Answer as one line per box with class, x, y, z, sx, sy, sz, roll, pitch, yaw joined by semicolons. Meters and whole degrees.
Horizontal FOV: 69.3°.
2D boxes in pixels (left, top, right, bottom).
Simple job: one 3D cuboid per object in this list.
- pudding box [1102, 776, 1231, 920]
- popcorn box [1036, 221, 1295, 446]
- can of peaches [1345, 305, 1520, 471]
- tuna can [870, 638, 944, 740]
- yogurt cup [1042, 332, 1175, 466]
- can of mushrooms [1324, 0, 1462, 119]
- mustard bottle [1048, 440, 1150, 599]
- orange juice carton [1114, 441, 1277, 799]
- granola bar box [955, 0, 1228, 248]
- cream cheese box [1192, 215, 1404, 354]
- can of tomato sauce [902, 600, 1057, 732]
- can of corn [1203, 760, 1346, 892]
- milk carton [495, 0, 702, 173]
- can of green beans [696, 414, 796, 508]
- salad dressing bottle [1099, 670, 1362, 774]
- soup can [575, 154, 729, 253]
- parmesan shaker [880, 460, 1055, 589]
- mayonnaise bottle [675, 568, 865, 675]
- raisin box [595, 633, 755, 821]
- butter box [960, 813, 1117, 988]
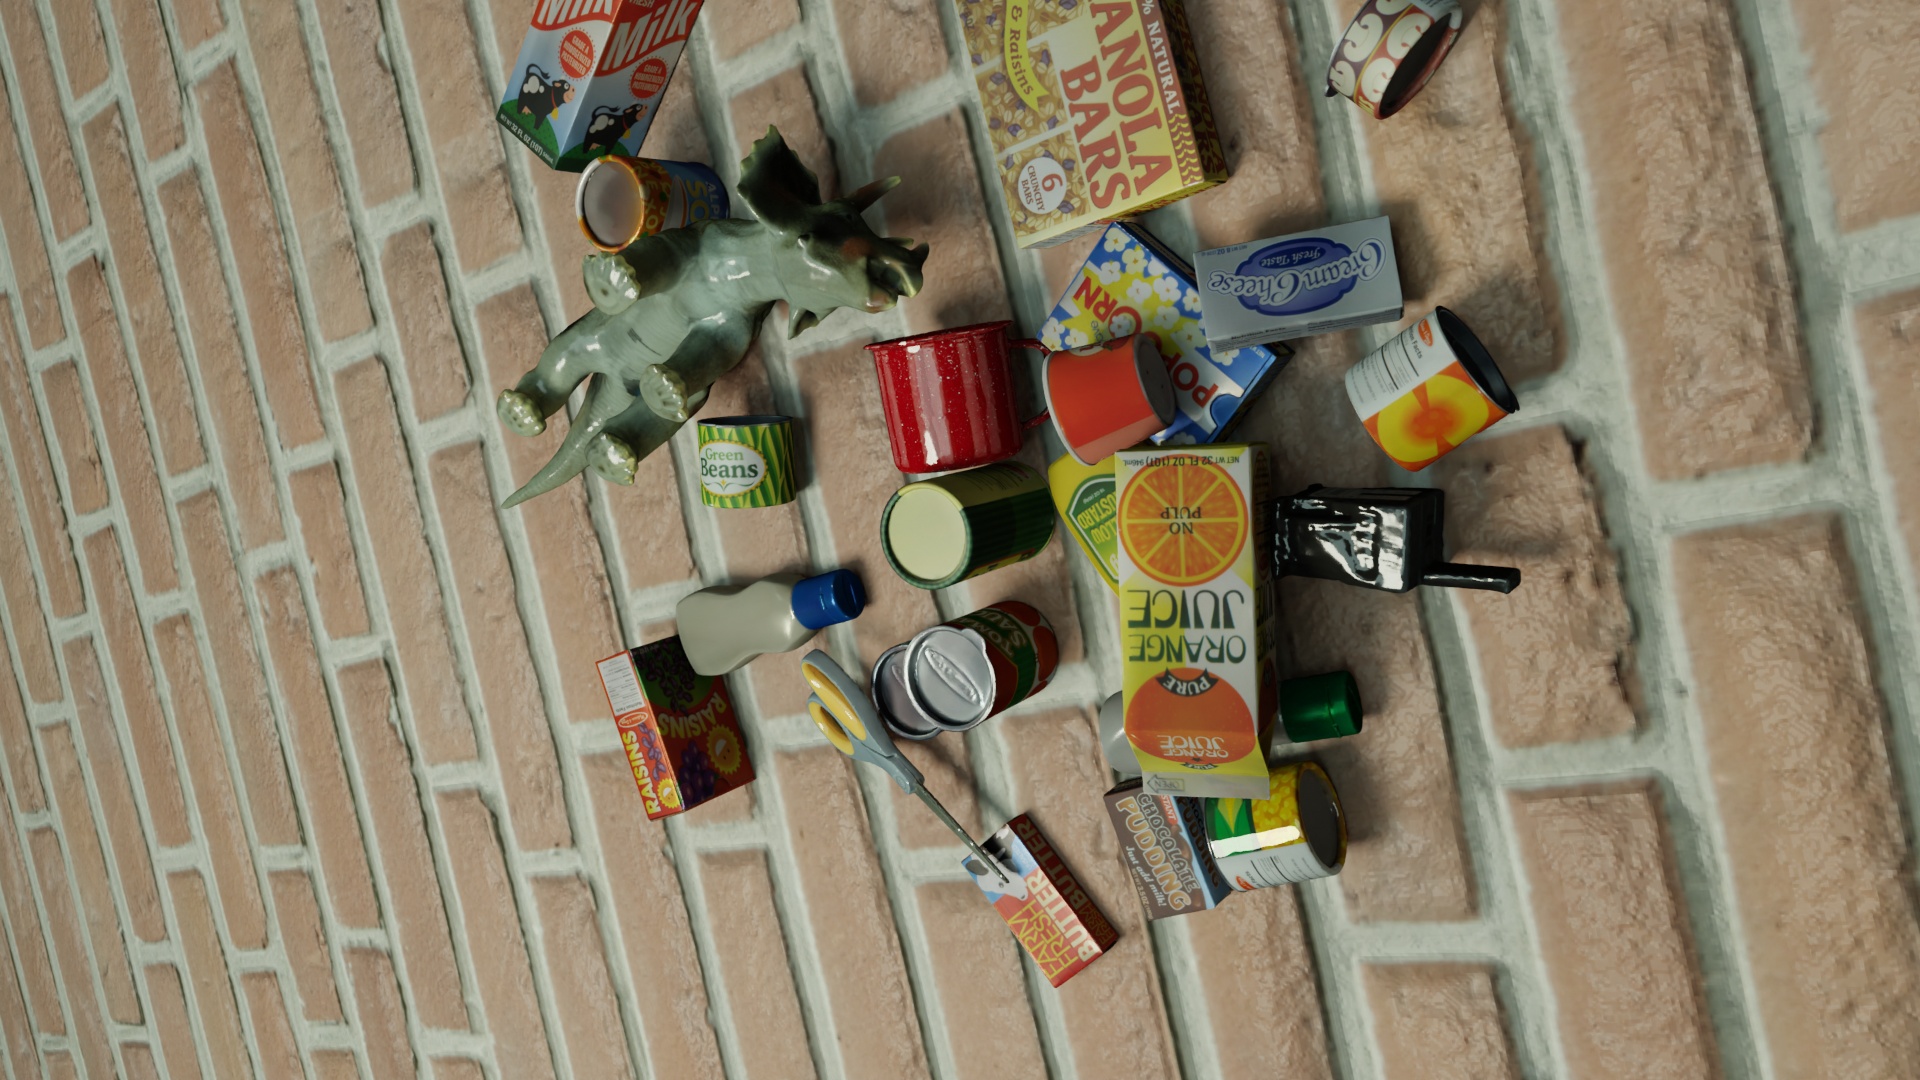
pudding box;0.127;0.187;0.854;0.049;0.030;0.083;-21;87;32
popcorn box;0.116;-0.113;0.802;0.127;0.038;0.085;44;118;18
can of peaches;0.242;-0.076;0.715;0.058;0.071;0.071;-37;79;31
tuna can;-0.023;0.096;0.930;0.071;0.033;0.071;6;102;31
yogurt cup;0.084;-0.080;0.767;0.054;0.072;0.072;-18;89;26
can of mushrooms;0.217;-0.246;0.699;0.033;0.071;0.070;43;118;17
mustard bottle;0.114;0.010;0.819;0.065;0.049;0.160;-37;78;34
orange juice carton;0.129;0.044;0.748;0.072;0.073;0.192;-1;93;21
granola bar box;0.073;-0.266;0.802;0.124;0.039;0.165;-14;91;34
cream cheese box;0.180;-0.136;0.741;0.104;0.024;0.053;-9;78;13
can of tomato sauce;0.015;0.075;0.873;0.071;0.083;0.071;6;102;31
can of corn;0.181;0.161;0.796;0.058;0.071;0.071;-20;88;33
milk carton;-0.243;-0.354;0.963;0.072;0.074;0.189;41;117;19
can of green beans;-0.148;-0.055;0.961;0.071;0.071;0.057;5;102;31
salad dressing bottle;0.156;0.104;0.808;0.147;0.044;0.064;-12;135;27
soup can;-0.210;-0.229;0.959;0.071;0.084;0.071;6;102;31
parmesan shaker;0.003;-0.011;0.853;0.071;0.103;0.071;7;103;31
mayonnaise bottle;-0.136;0.054;0.989;0.148;0.041;0.064;-16;92;32
raisin box;-0.207;0.133;1.020;0.040;0.086;0.123;-20;88;28
butter box;0.052;0.237;0.914;0.103;0.024;0.053;51;121;15
